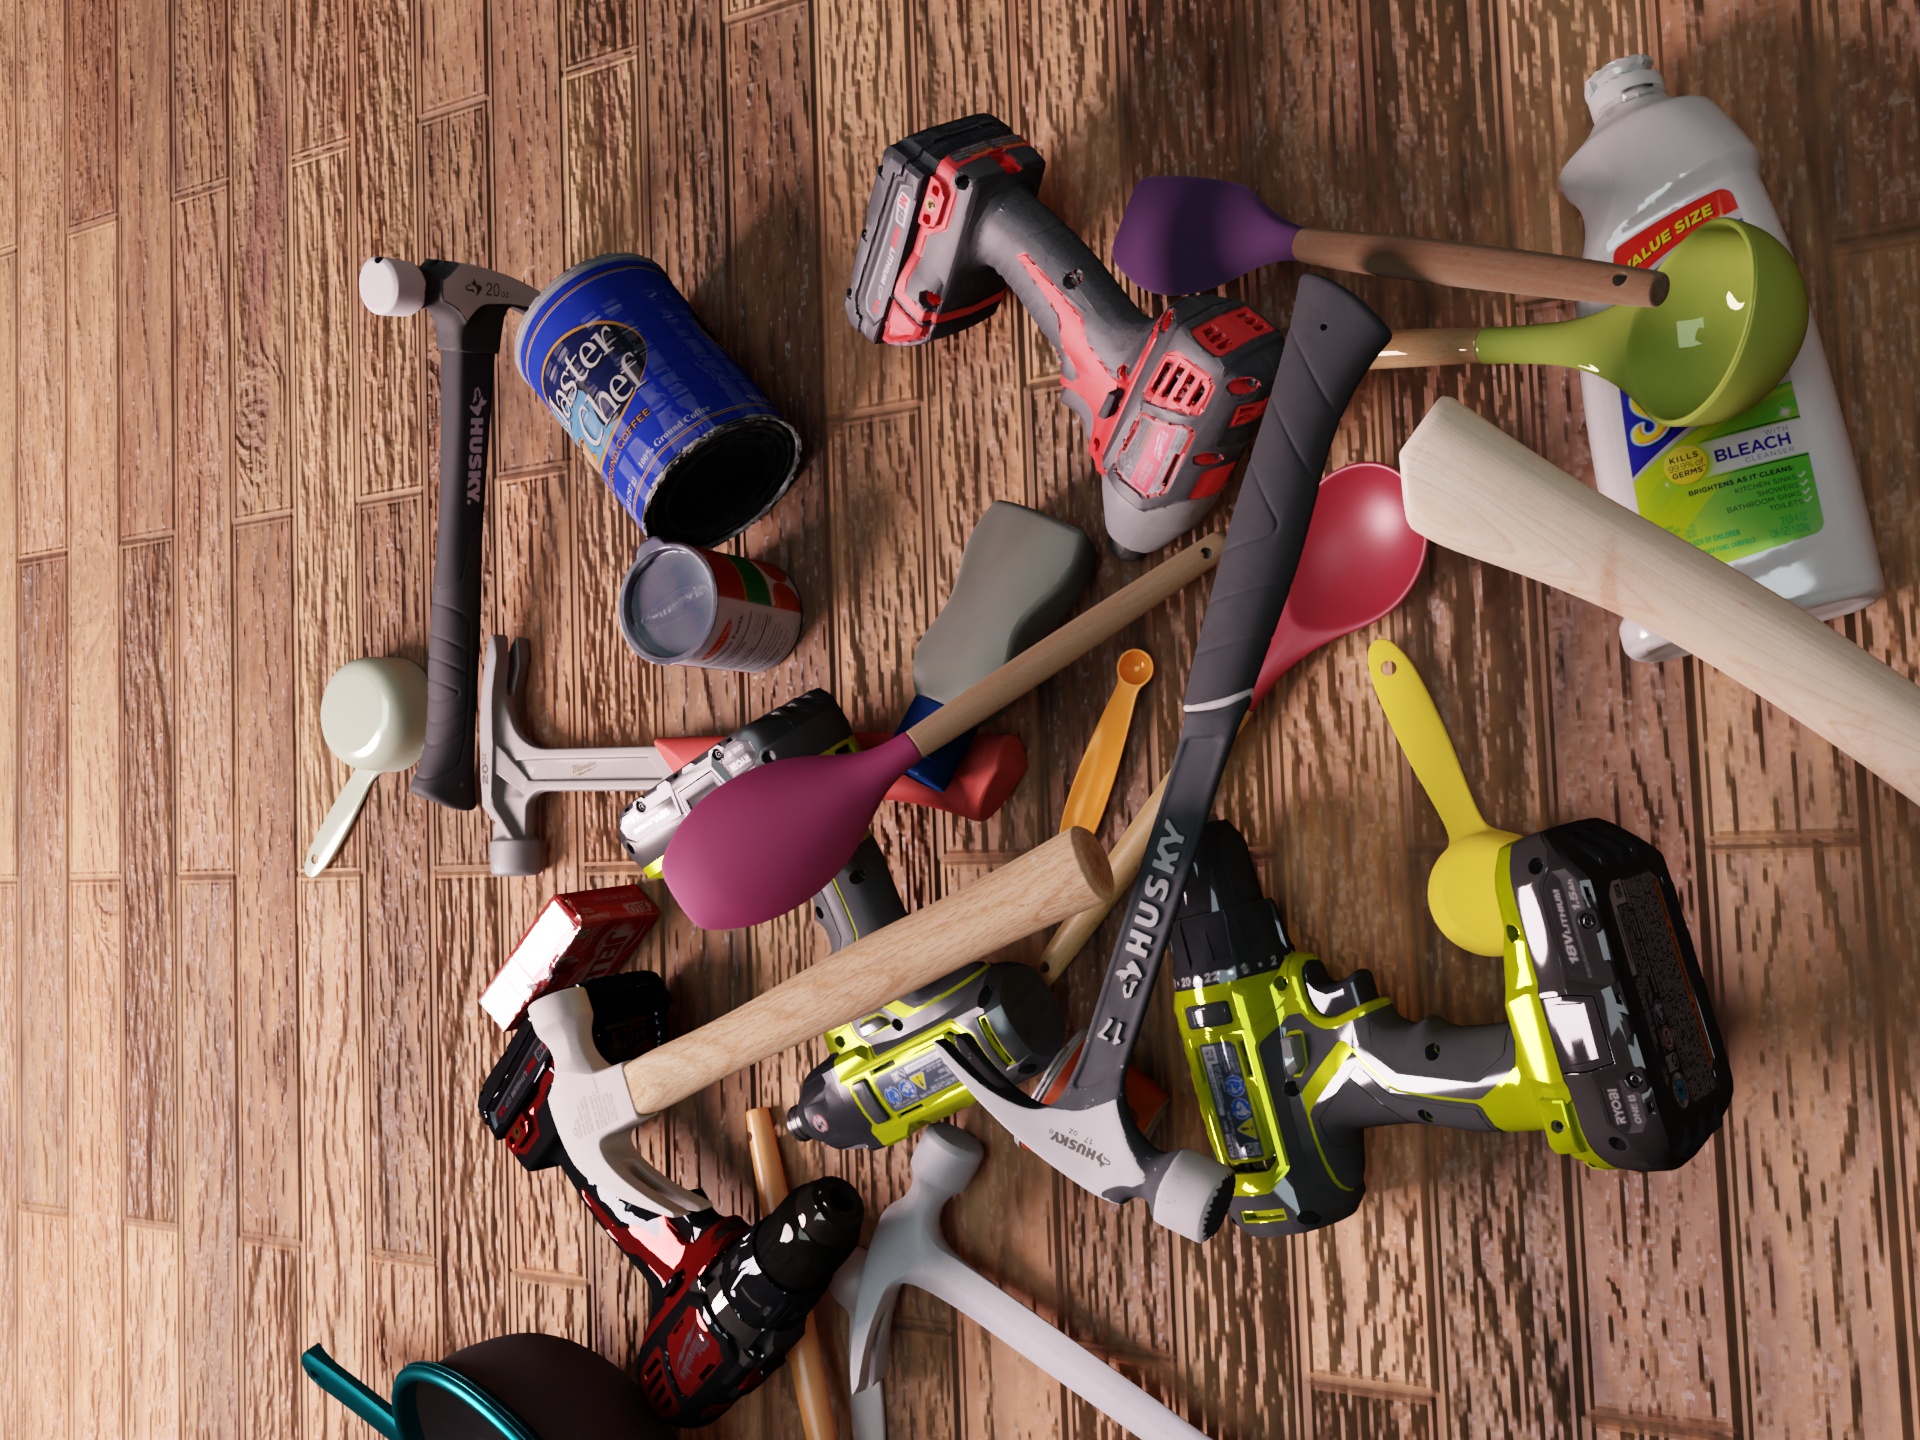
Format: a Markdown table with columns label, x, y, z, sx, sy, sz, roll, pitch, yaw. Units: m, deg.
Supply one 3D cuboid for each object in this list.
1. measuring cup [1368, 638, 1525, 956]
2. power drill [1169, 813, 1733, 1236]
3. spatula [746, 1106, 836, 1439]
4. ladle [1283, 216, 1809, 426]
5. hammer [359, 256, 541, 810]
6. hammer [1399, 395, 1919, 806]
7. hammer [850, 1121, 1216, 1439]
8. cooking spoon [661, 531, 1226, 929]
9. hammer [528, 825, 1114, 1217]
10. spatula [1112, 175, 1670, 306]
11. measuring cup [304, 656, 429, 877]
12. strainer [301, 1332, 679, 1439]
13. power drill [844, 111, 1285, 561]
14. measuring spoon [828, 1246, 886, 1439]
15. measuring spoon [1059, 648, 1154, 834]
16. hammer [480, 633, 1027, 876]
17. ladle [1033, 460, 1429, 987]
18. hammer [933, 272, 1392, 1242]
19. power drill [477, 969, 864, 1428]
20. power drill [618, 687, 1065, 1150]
| label | x | y | z | sx | sy | sz | roll | pitch | yaw |
| --- | --- | --- | --- | --- | --- | --- | --- | --- | --- |
| measuring cup | 0.220 | 0.033 | 0.722 | 0.062 | 0.029 | 0.156 | -28 | 78 | 24 |
| power drill | 0.188 | 0.117 | 0.688 | 0.228 | 0.080 | 0.191 | -22 | 79 | 43 |
| spatula | -0.070 | 0.369 | 0.857 | 0.081 | 0.041 | 0.323 | -41 | 59 | 55 |
| ladle | 0.196 | -0.165 | 0.689 | 0.320 | 0.062 | 0.078 | 10 | 92 | 44 |
| hammer | -0.300 | -0.105 | 0.966 | 0.035 | 0.146 | 0.334 | 15 | 106 | 28 |
| hammer | 0.351 | -0.006 | 0.593 | 0.411 | 0.038 | 0.146 | 36 | 110 | 10 |
| hammer | 0.118 | 0.360 | 0.758 | 0.406 | 0.035 | 0.144 | 28 | 97 | 25 |
| cooking spoon | -0.001 | -0.002 | 0.765 | 0.319 | 0.017 | 0.069 | -33 | 89 | -7 |
| hammer | -0.070 | 0.136 | 0.750 | 0.331 | 0.031 | 0.130 | -29 | 73 | 25 |
| spatula | 0.168 | -0.205 | 0.701 | 0.316 | 0.018 | 0.060 | 30 | 102 | 51 |
| measuring cup | -0.405 | 0.033 | 1.044 | 0.083 | 0.038 | 0.167 | 36 | 102 | 24 |
| strainer | -0.262 | 0.411 | 0.925 | 0.340 | 0.095 | 0.210 | 9 | 120 | 40 |
| power drill | 0.048 | -0.183 | 0.781 | 0.220 | 0.078 | 0.143 | 44 | 142 | 19 |
| measuring spoon | -0.055 | 0.350 | 0.861 | 0.034 | 0.018 | 0.124 | -7 | 85 | 27 |
| measuring spoon | 0.074 | 0.019 | 0.813 | 0.021 | 0.011 | 0.117 | 24 | 102 | 25 |
| hammer | -0.131 | 0.017 | 0.905 | 0.359 | 0.036 | 0.149 | -2 | 87 | 28 |
| ladle | 0.123 | 0.013 | 0.778 | 0.069 | 0.031 | 0.315 | 43 | 109 | 27 |
| hammer | 0.103 | 0.009 | 0.696 | 0.149 | 0.036 | 0.409 | 20 | 98 | 29 |
| power drill | -0.153 | 0.243 | 0.858 | 0.227 | 0.080 | 0.187 | 51 | 123 | 24 |
| power drill | -0.072 | 0.112 | 0.825 | 0.171 | 0.080 | 0.223 | -32 | 90 | 30 |
